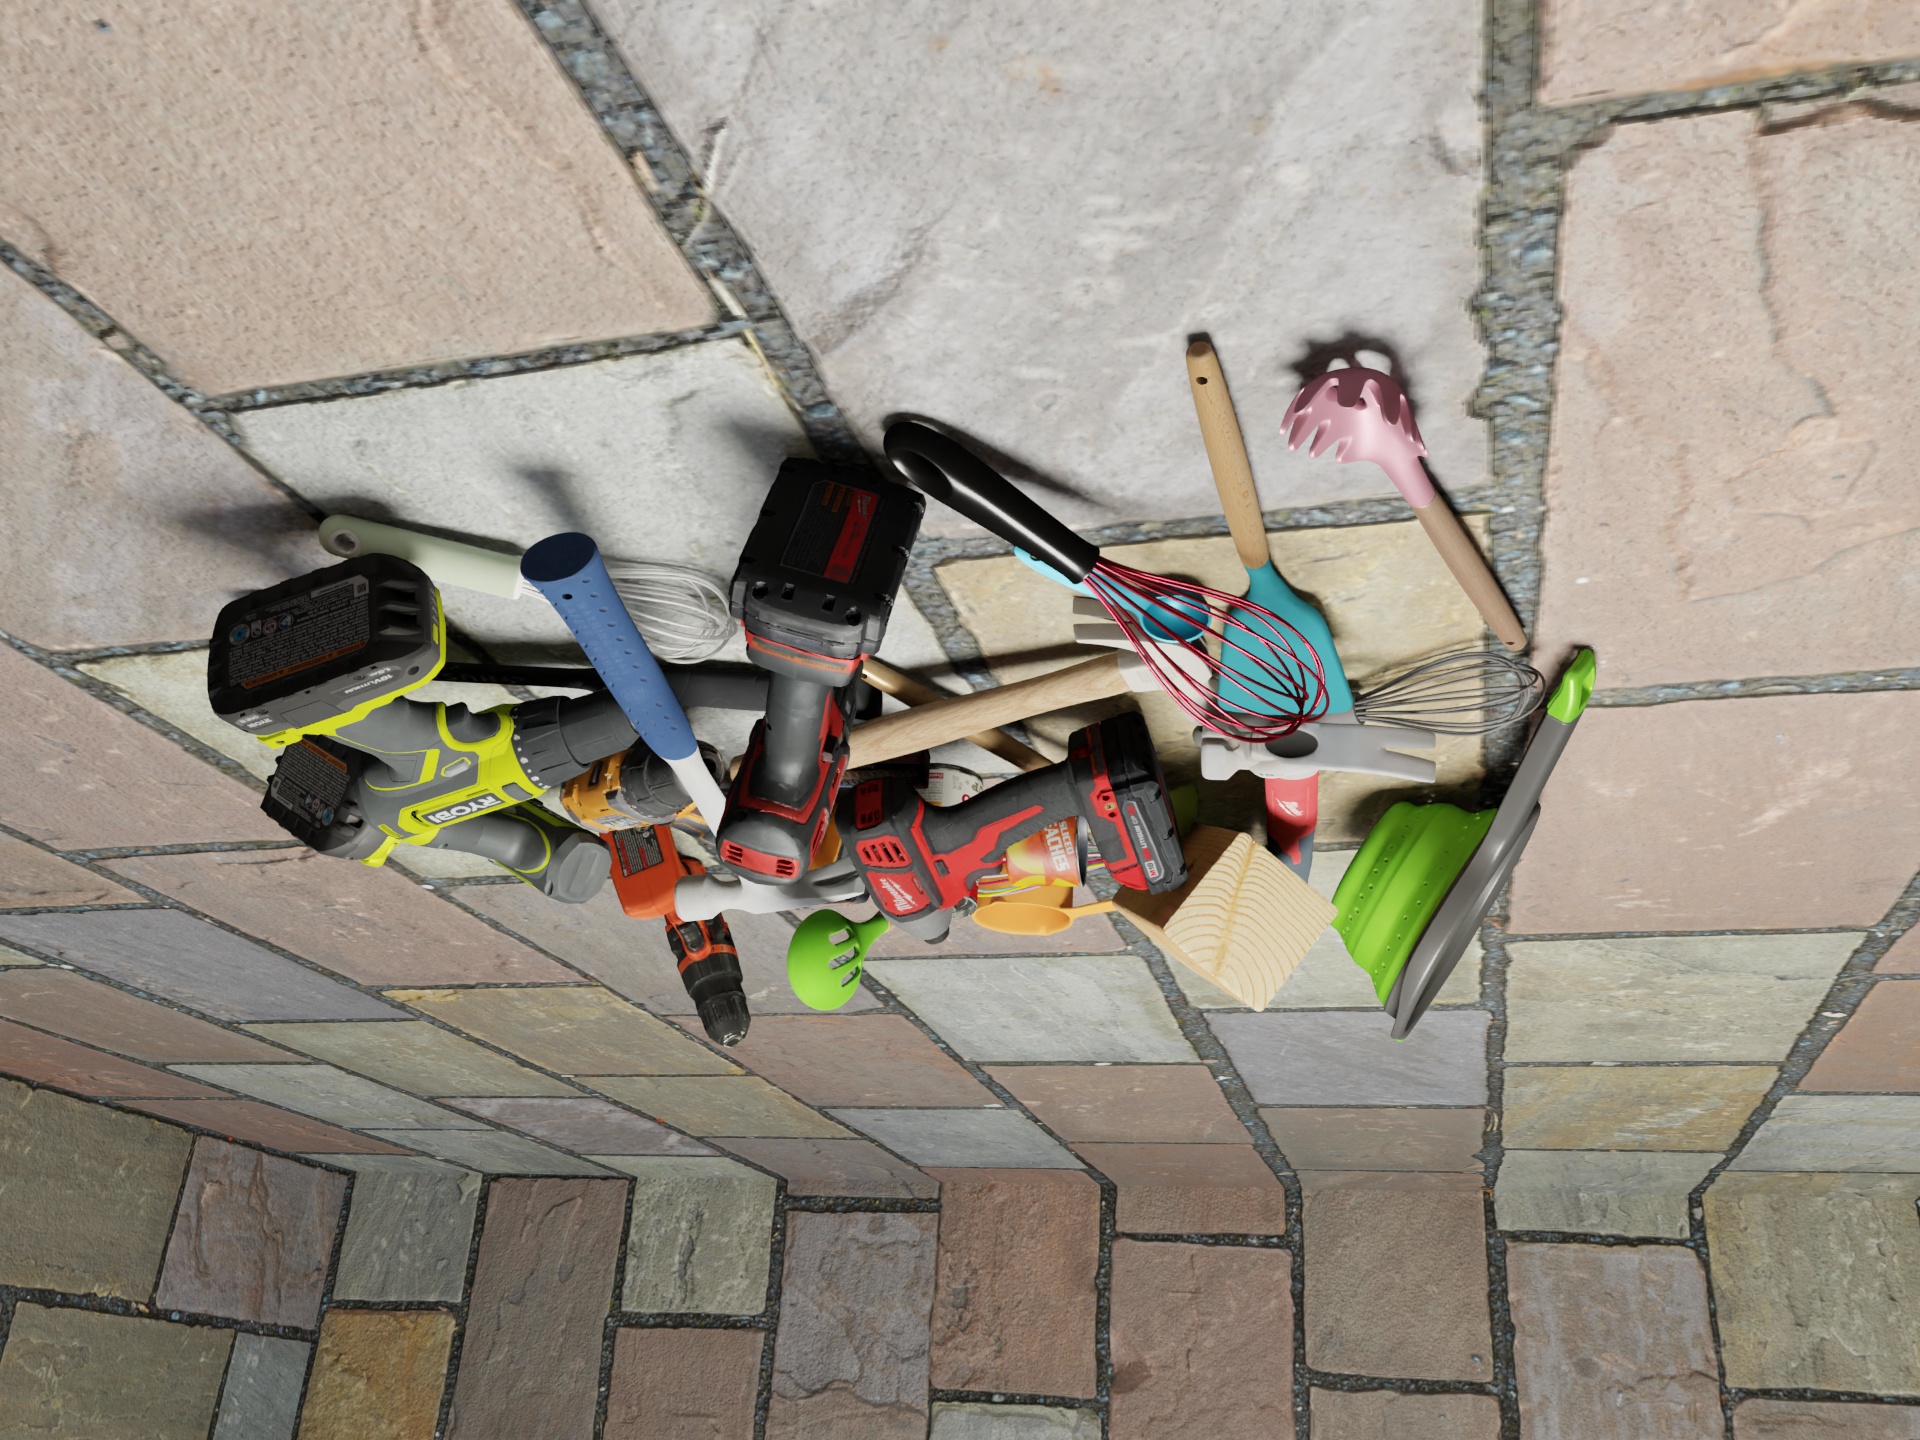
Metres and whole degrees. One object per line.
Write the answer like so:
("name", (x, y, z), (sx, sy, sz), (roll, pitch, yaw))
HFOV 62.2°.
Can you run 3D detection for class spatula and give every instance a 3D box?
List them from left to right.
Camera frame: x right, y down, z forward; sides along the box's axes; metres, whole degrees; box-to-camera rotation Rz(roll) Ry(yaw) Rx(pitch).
("spatula", (0.156, -0.092, 0.856), (0.082, 0.044, 0.317), (1, 155, 20))

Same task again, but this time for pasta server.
("pasta server", (0.249, -0.099, 0.835), (0.060, 0.040, 0.315), (2, 159, 35))

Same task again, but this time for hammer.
("hammer", (-0.257, -0.025, 1.074), (0.409, 0.036, 0.149), (4, 156, 0))
("hammer", (-0.169, 0.022, 1.004), (0.144, 0.035, 0.405), (-6, 146, 8))
("hammer", (-0.002, -0.003, 1.032), (0.331, 0.031, 0.129), (-15, 145, 19))
("hammer", (0.256, 0.076, 1.154), (0.143, 0.038, 0.386), (2, 162, 12))

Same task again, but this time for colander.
("colander", (0.344, 0.076, 1.128), (0.094, 0.204, 0.396), (32, 145, 22))

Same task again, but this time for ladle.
("ladle", (0.047, 0.016, 1.124), (0.320, 0.062, 0.078), (29, 142, -31))

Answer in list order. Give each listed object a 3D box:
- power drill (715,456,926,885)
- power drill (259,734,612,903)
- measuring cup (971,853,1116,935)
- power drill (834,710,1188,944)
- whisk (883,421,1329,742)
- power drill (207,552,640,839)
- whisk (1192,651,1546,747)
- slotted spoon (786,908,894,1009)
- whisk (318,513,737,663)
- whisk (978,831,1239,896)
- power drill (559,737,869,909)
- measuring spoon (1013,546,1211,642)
("power drill", (-0.080, -0.038, 0.898), (0.080, 0.188, 0.226), (16, 137, 0))
("power drill", (-0.395, 0.070, 1.196), (0.171, 0.080, 0.223), (21, 178, 39))
("measuring cup", (0.091, 0.141, 1.361), (0.173, 0.052, 0.095), (-12, 151, 27))
("power drill", (0.037, 0.084, 1.097), (0.219, 0.079, 0.143), (-15, 128, 9))
("whisk", (0.082, -0.072, 0.849), (0.295, 0.073, 0.073), (32, 146, -19))
("power drill", (-0.319, -0.008, 0.970), (0.190, 0.080, 0.228), (-18, 153, 8))
("whisk", (0.256, -0.005, 1.029), (0.239, 0.055, 0.055), (-11, 152, 36))
("slotted spoon", (-0.053, 0.148, 1.232), (0.031, 0.070, 0.314), (-13, -174, 21))
("whisk", (-0.253, -0.082, 0.943), (0.246, 0.059, 0.057), (14, 116, -11))
("whisk", (0.110, 0.116, 1.303), (0.245, 0.047, 0.051), (-6, 115, 9))
("power drill", (-0.166, 0.072, 1.198), (0.226, 0.084, 0.185), (25, 157, -31))
("measuring spoon", (0.089, -0.082, 0.927), (0.128, 0.021, 0.042), (22, 139, -16))
